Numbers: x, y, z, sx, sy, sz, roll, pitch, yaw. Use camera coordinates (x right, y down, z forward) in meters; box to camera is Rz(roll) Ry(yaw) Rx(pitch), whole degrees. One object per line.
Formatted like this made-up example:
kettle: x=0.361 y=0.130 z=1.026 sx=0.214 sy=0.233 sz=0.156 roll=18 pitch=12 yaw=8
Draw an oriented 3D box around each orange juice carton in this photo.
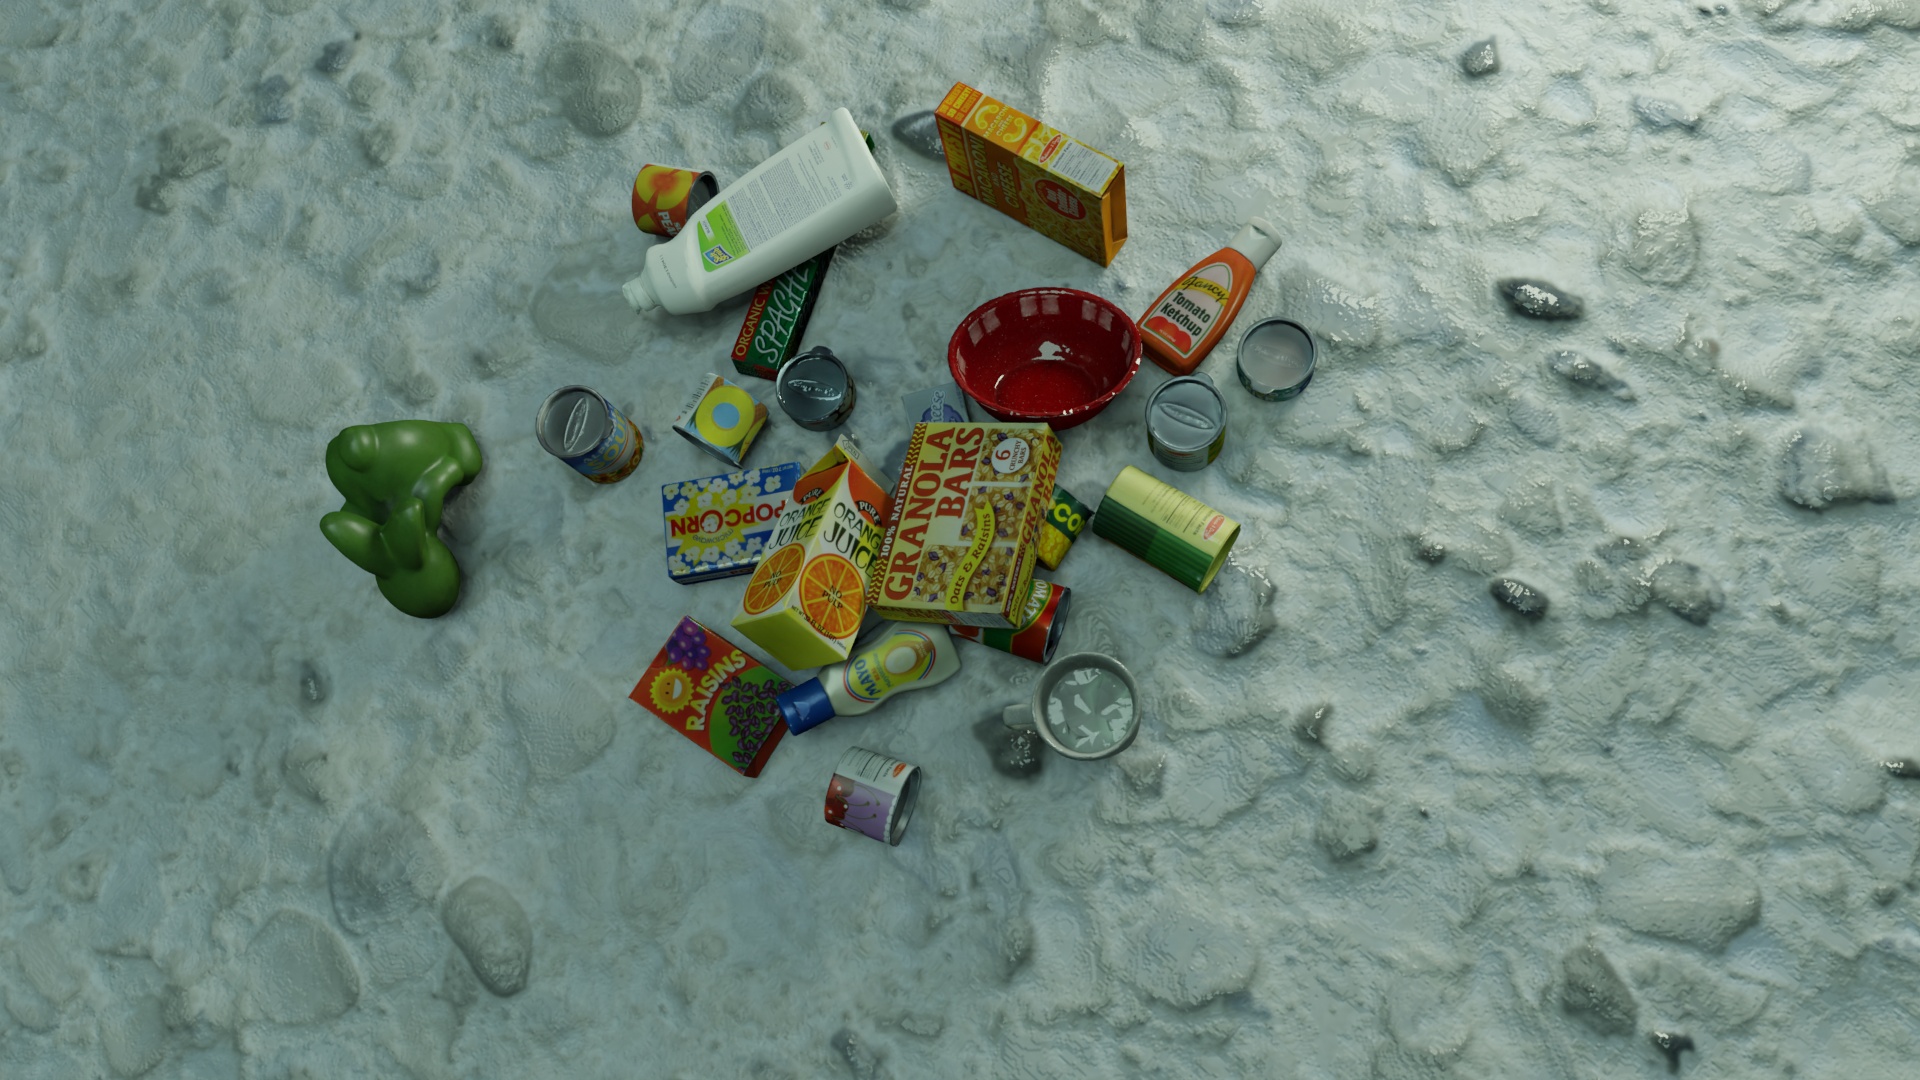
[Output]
orange juice carton: x=-0.107 y=0.005 z=1.138 sx=0.073 sy=0.071 sz=0.194 roll=-17 pitch=42 yaw=43

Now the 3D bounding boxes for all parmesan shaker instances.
parmesan shaker: x=0.168 y=-0.011 z=1.134 sx=0.103 sy=0.071 sz=0.071 roll=31 pitch=82 yaw=16

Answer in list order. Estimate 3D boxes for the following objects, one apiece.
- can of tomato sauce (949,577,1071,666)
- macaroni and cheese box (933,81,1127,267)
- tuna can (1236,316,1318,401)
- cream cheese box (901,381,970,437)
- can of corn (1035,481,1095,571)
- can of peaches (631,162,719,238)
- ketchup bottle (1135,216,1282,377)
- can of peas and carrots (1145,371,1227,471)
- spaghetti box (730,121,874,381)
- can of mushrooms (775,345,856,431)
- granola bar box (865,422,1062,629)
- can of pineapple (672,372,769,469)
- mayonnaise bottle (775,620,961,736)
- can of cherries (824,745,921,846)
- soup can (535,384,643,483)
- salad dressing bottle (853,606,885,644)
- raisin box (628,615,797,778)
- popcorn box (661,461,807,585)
can of tomato sauce: x=0.041 y=0.057 z=1.132 sx=0.083 sy=0.071 sz=0.071 roll=17 pitch=79 yaw=14
macaroni and cheese box: x=0.064 y=-0.315 z=1.200 sx=0.166 sy=0.123 sz=0.040 roll=32 pitch=80 yaw=16
tuna can: x=0.265 y=-0.150 z=1.170 sx=0.071 sy=0.032 sz=0.071 roll=-2 pitch=75 yaw=9
cream cheese box: x=-0.013 y=-0.084 z=1.202 sx=0.053 sy=0.024 sz=0.104 roll=-16 pitch=73 yaw=5
can of corn: x=0.068 y=-0.014 z=1.148 sx=0.071 sy=0.071 sz=0.058 roll=32 pitch=84 yaw=15
can of peaches: x=-0.263 y=-0.310 z=1.281 sx=0.058 sy=0.071 sz=0.071 roll=13 pitch=78 yaw=13
ketchup bottle: x=0.215 y=-0.211 z=1.190 sx=0.065 sy=0.043 sz=0.149 roll=39 pitch=84 yaw=17
can of peas and carrots: x=0.188 y=-0.098 z=1.156 sx=0.071 sy=0.058 sz=0.071 roll=-2 pitch=75 yaw=8
spaghetti box: x=-0.143 y=-0.265 z=1.269 sx=0.050 sy=0.028 sz=0.250 roll=16 pitch=78 yaw=14
can of mushrooms: x=-0.127 y=-0.134 z=1.229 sx=0.071 sy=0.033 sz=0.071 roll=-2 pitch=75 yaw=9
granola bar box: x=0.004 y=-0.014 z=1.112 sx=0.124 sy=0.039 sz=0.166 roll=2 pitch=65 yaw=28
can of pineapple: x=-0.208 y=-0.105 z=1.219 sx=0.071 sy=0.071 sz=0.058 roll=29 pitch=82 yaw=15
mayonnaise bottle: x=-0.077 y=0.111 z=1.133 sx=0.148 sy=0.041 sz=0.064 roll=-26 pitch=90 yaw=-13
can of cherries: x=-0.071 y=0.207 z=1.114 sx=0.058 sy=0.071 sz=0.071 roll=16 pitch=79 yaw=13
soup can: x=-0.323 y=-0.091 z=1.223 sx=0.071 sy=0.083 sz=0.071 roll=-2 pitch=76 yaw=9
salad dressing bottle: x=-0.069 y=0.045 z=1.168 sx=0.148 sy=0.044 sz=0.064 roll=-42 pitch=66 yaw=-2
raisin box: x=-0.203 y=0.131 z=1.168 sx=0.123 sy=0.040 sz=0.086 roll=31 pitch=83 yaw=16
popcorn box: x=-0.192 y=-0.014 z=1.206 sx=0.127 sy=0.038 sz=0.085 roll=-9 pitch=73 yaw=7
